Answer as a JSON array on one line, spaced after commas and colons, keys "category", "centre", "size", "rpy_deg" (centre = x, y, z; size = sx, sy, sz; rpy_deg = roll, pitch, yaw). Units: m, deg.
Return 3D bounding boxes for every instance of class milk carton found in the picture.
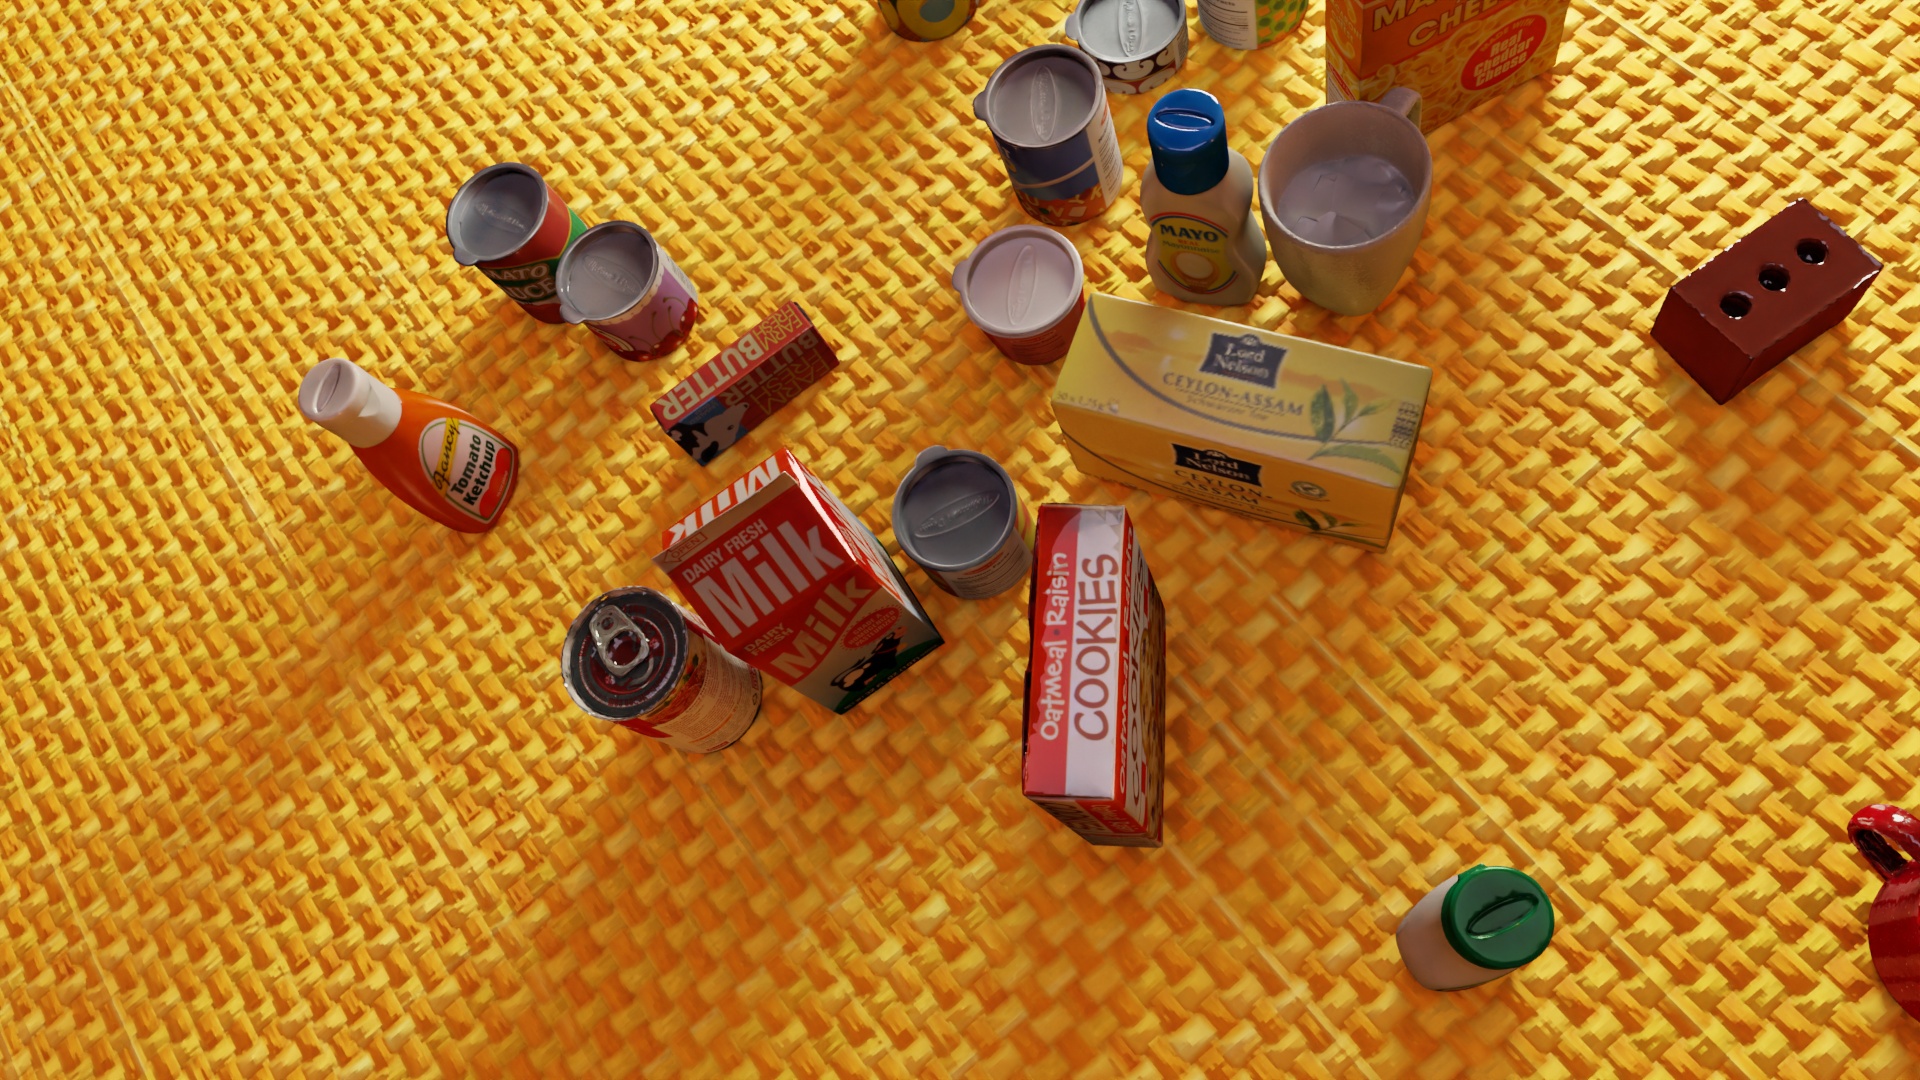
[{"category": "milk carton", "centre": [-0.078, 0.019, 0.672], "size": [0.072, 0.190, 0.073], "rpy_deg": [-34, 67, 2]}]

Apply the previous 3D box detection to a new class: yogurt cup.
[{"category": "yogurt cup", "centre": [0.038, -0.132, 0.769], "size": [0.072, 0.054, 0.072], "rpy_deg": [-5, 70, 13]}]

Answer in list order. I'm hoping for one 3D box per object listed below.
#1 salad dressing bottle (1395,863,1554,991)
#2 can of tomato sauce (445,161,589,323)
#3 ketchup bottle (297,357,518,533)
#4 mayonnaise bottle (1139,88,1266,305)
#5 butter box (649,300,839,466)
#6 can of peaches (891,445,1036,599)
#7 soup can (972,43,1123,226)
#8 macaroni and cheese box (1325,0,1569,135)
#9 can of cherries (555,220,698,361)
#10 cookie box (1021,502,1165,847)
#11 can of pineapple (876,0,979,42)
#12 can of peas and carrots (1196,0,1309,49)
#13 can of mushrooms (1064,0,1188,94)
[{"category": "salad dressing bottle", "centre": [0.213, 0.158, 0.570], "size": [0.064, 0.147, 0.044], "rpy_deg": [-28, 67, 4]}, {"category": "can of tomato sauce", "centre": [-0.262, -0.178, 0.847], "size": [0.071, 0.083, 0.071], "rpy_deg": [-5, 70, 13]}, {"category": "ketchup bottle", "centre": [-0.308, -0.055, 0.780], "size": [0.043, 0.148, 0.065], "rpy_deg": [10, 74, 18]}, {"category": "mayonnaise bottle", "centre": [0.121, -0.171, 0.710], "size": [0.065, 0.147, 0.041], "rpy_deg": [13, 76, 19]}, {"category": "butter box", "centre": [-0.122, -0.090, 0.796], "size": [0.103, 0.053, 0.024], "rpy_deg": [-37, 67, 0]}, {"category": "can of peaches", "centre": [0.003, -0.009, 0.733], "size": [0.071, 0.058, 0.071], "rpy_deg": [-5, 70, 13]}, {"category": "soup can", "centre": [0.051, -0.226, 0.782], "size": [0.071, 0.083, 0.071], "rpy_deg": [-5, 70, 13]}, {"category": "macaroni and cheese box", "centre": [0.249, -0.275, 0.703], "size": [0.124, 0.166, 0.040], "rpy_deg": [-28, 67, 4]}, {"category": "can of cherries", "centre": [-0.201, -0.147, 0.834], "size": [0.071, 0.058, 0.071], "rpy_deg": [-5, 70, 13]}, {"category": "cookie box", "centre": [0.064, 0.068, 0.630], "size": [0.040, 0.167, 0.123], "rpy_deg": [-1, 71, 15]}, {"category": "can of pineapple", "centre": [-0.027, -0.353, 0.861], "size": [0.071, 0.057, 0.071], "rpy_deg": [-5, 70, 13]}, {"category": "can of peas and carrots", "centre": [0.169, -0.330, 0.801], "size": [0.071, 0.058, 0.071], "rpy_deg": [-5, 70, 13]}, {"category": "can of mushrooms", "centre": [0.099, -0.301, 0.823], "size": [0.071, 0.033, 0.071], "rpy_deg": [-5, 70, 13]}]
